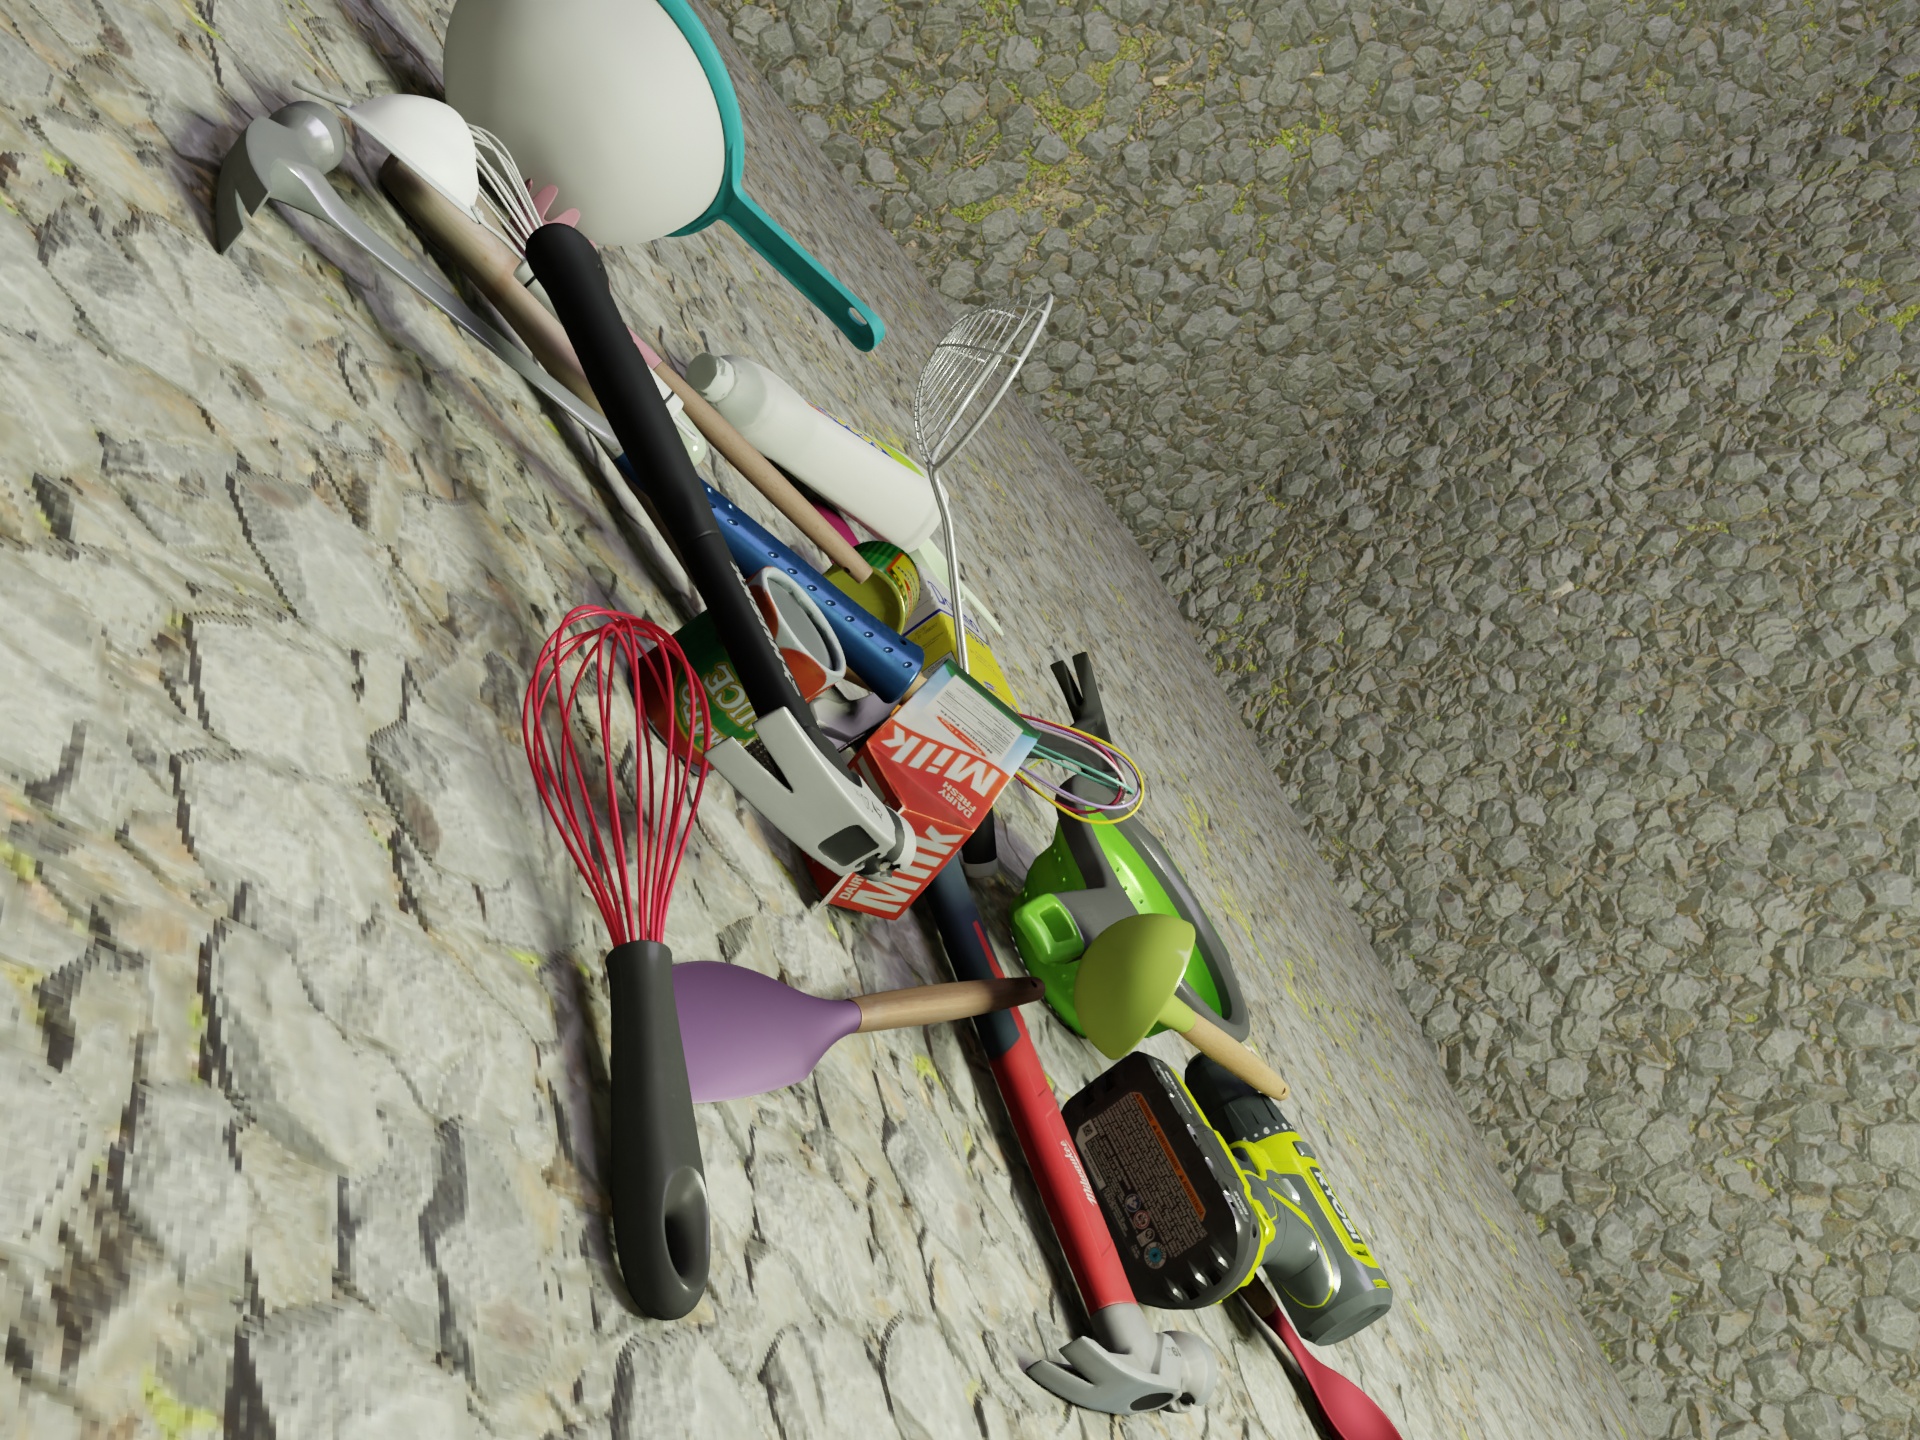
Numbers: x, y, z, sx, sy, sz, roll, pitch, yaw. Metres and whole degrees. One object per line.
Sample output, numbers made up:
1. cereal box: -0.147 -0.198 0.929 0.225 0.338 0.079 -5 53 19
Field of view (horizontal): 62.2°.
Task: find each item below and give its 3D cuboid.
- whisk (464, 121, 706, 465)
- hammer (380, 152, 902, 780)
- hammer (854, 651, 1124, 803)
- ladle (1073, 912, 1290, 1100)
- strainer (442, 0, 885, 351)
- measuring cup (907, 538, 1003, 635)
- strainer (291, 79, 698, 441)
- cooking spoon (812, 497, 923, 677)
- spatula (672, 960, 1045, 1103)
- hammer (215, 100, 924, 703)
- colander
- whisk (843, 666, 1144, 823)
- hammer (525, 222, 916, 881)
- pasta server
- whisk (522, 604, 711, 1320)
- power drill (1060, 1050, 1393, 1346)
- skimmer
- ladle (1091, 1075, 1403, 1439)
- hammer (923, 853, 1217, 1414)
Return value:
1. whisk: -0.231 -0.247 0.925 0.246 0.058 0.059 51 49 -4
2. hammer: -0.178 -0.154 0.880 0.410 0.038 0.146 54 27 1
3. hammer: 0.024 0.004 1.129 0.336 0.034 0.127 4 69 -60
4. ladle: 0.143 0.180 0.888 0.062 0.078 0.319 26 -9 36
5. strainer: -0.198 -0.332 0.993 0.340 0.211 0.095 41 58 -7
6. measuring cup: -0.012 -0.106 1.401 0.167 0.038 0.083 41 19 -52
7. strainer: -0.226 -0.241 0.821 0.258 0.050 0.087 46 3 -21
8. cooking spoon: -0.046 -0.051 1.186 0.068 0.017 0.319 33 26 -55
9. spatula: -0.038 0.129 0.714 0.315 0.018 0.060 10 45 -60
10. hammer: -0.175 -0.138 0.777 0.405 0.035 0.144 39 20 -23
11. colander: 0.072 0.138 0.980 0.205 0.094 0.397 59 14 13
12. whisk: -0.002 -0.002 0.962 0.245 0.047 0.051 25 7 5
13. hammer: -0.119 -0.087 0.685 0.335 0.035 0.146 62 6 21
14. pasta server: -0.167 -0.205 0.997 0.316 0.040 0.060 44 -25 -12
15. whisk: -0.119 0.069 0.576 0.073 0.073 0.296 41 26 -47
16. power drill: 0.153 0.268 0.943 0.228 0.080 0.191 29 26 -51
17. skimmer: 0.027 -0.080 1.002 0.127 0.090 0.363 -126 -150 -77
18. ladle: 0.179 0.351 1.002 0.315 0.031 0.069 53 15 -2
19. hammer: 0.018 0.170 0.844 0.143 0.038 0.387 37 23 -50
